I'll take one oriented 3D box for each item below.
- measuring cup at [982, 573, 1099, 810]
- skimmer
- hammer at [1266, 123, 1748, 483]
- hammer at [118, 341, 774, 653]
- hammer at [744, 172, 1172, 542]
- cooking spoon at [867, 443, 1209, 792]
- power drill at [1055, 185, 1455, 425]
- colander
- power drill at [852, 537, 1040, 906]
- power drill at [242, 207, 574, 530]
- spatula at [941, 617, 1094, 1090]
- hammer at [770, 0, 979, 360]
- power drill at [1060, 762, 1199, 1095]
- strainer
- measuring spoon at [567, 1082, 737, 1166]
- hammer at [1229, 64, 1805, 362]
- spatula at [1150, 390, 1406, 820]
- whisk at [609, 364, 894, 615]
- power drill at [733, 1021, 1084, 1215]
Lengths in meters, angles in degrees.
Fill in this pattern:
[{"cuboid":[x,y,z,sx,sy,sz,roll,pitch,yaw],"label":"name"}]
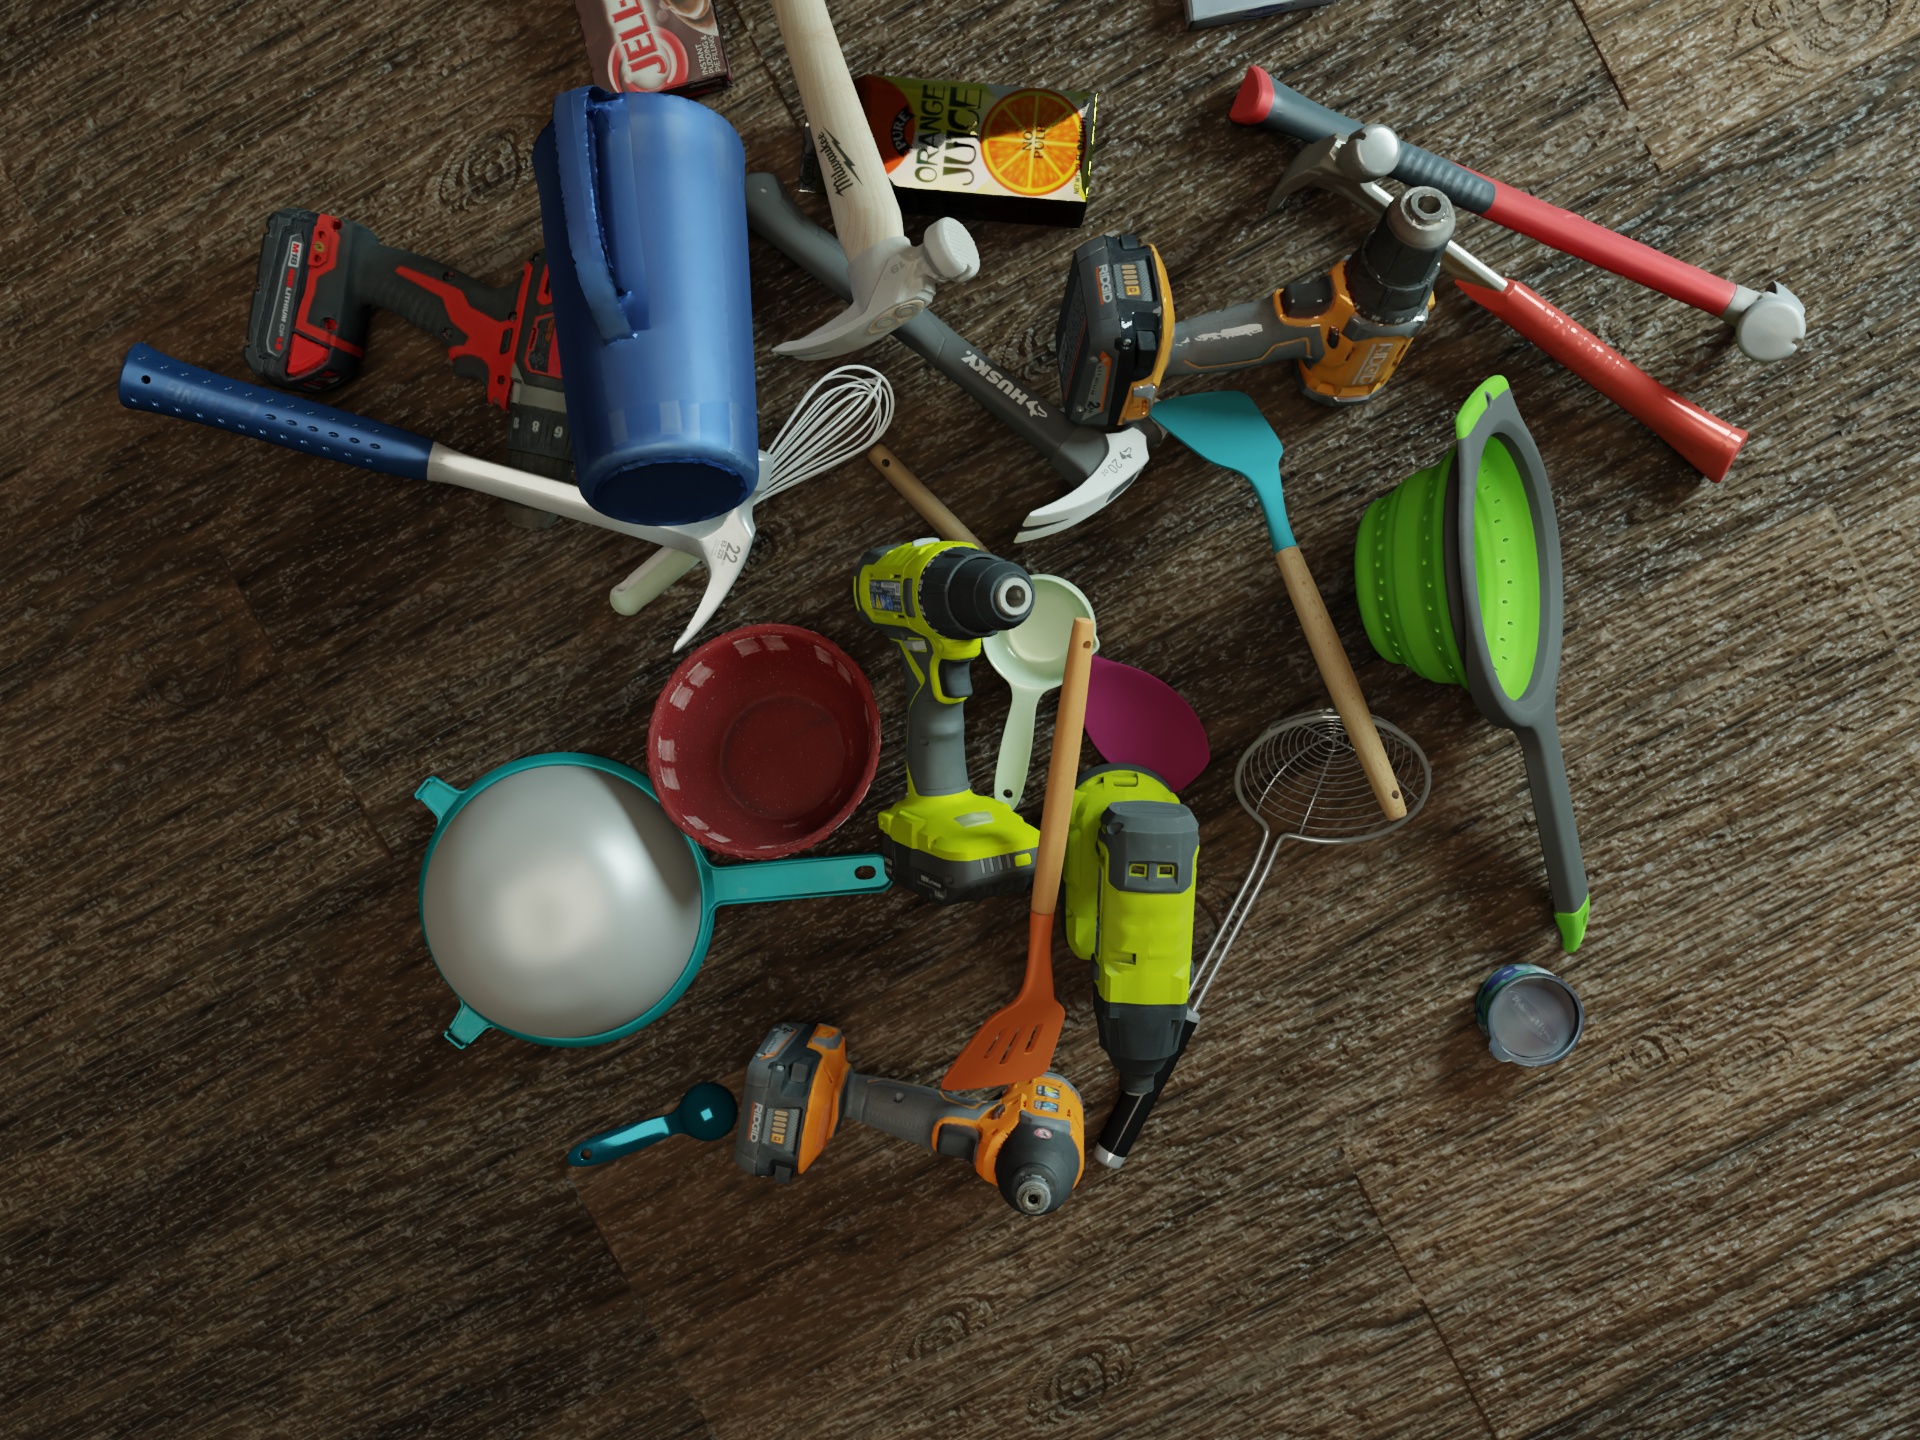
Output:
[{"cuboid":[0.046,-0.019,1.085,0.083,0.038,0.167,12,106,6],"label":"measuring cup"},{"cuboid":[0.189,0.155,1.076,0.127,0.090,0.363,26,95,-15],"label":"skimmer"},{"cuboid":[0.369,-0.266,1.048,0.359,0.149,0.037,31,91,-12],"label":"hammer"},{"cuboid":[-0.335,-0.160,1.036,0.405,0.035,0.144,15,103,-7],"label":"hammer"},{"cuboid":[-0.025,-0.253,1.061,0.335,0.035,0.146,38,61,4],"label":"hammer"},{"cuboid":[0.051,-0.073,1.101,0.068,0.017,0.319,-44,92,14],"label":"cooking spoon"},{"cuboid":[0.183,-0.257,0.986,0.226,0.185,0.084,-5,72,-6],"label":"power drill"},{"cuboid":[0.341,-0.021,1.059,0.094,0.204,0.396,-4,113,35],"label":"colander"},{"cuboid":[-0.002,-0.003,1.027,0.080,0.191,0.228,-9,100,-25],"label":"power drill"},{"cuboid":[-0.354,-0.239,1.074,0.226,0.080,0.188,12,95,-2],"label":"power drill"},{"cuboid":[0.049,0.092,0.990,0.081,0.041,0.322,-1,107,-29],"label":"spatula"},{"cuboid":[-0.105,-0.436,1.026,0.146,0.038,0.411,-23,76,31],"label":"hammer"},{"cuboid":[0.106,0.121,1.006,0.080,0.223,0.171,2,100,1],"label":"power drill"},{"cuboid":[-0.216,0.124,1.083,0.340,0.095,0.211,-5,94,3],"label":"strainer"},{"cuboid":[-0.221,0.295,1.131,0.128,0.021,0.042,-20,93,2],"label":"measuring spoon"},{"cuboid":[0.361,-0.340,1.047,0.386,0.143,0.038,28,120,10],"label":"hammer"},{"cuboid":[0.216,-0.082,1.026,0.082,0.044,0.318,-14,76,-25],"label":"spatula"},{"cuboid":[-0.146,-0.154,1.088,0.246,0.058,0.059,-39,123,8],"label":"whisk"},{"cuboid":[-0.029,0.271,1.056,0.226,0.164,0.084,10,96,3],"label":"power drill"}]
